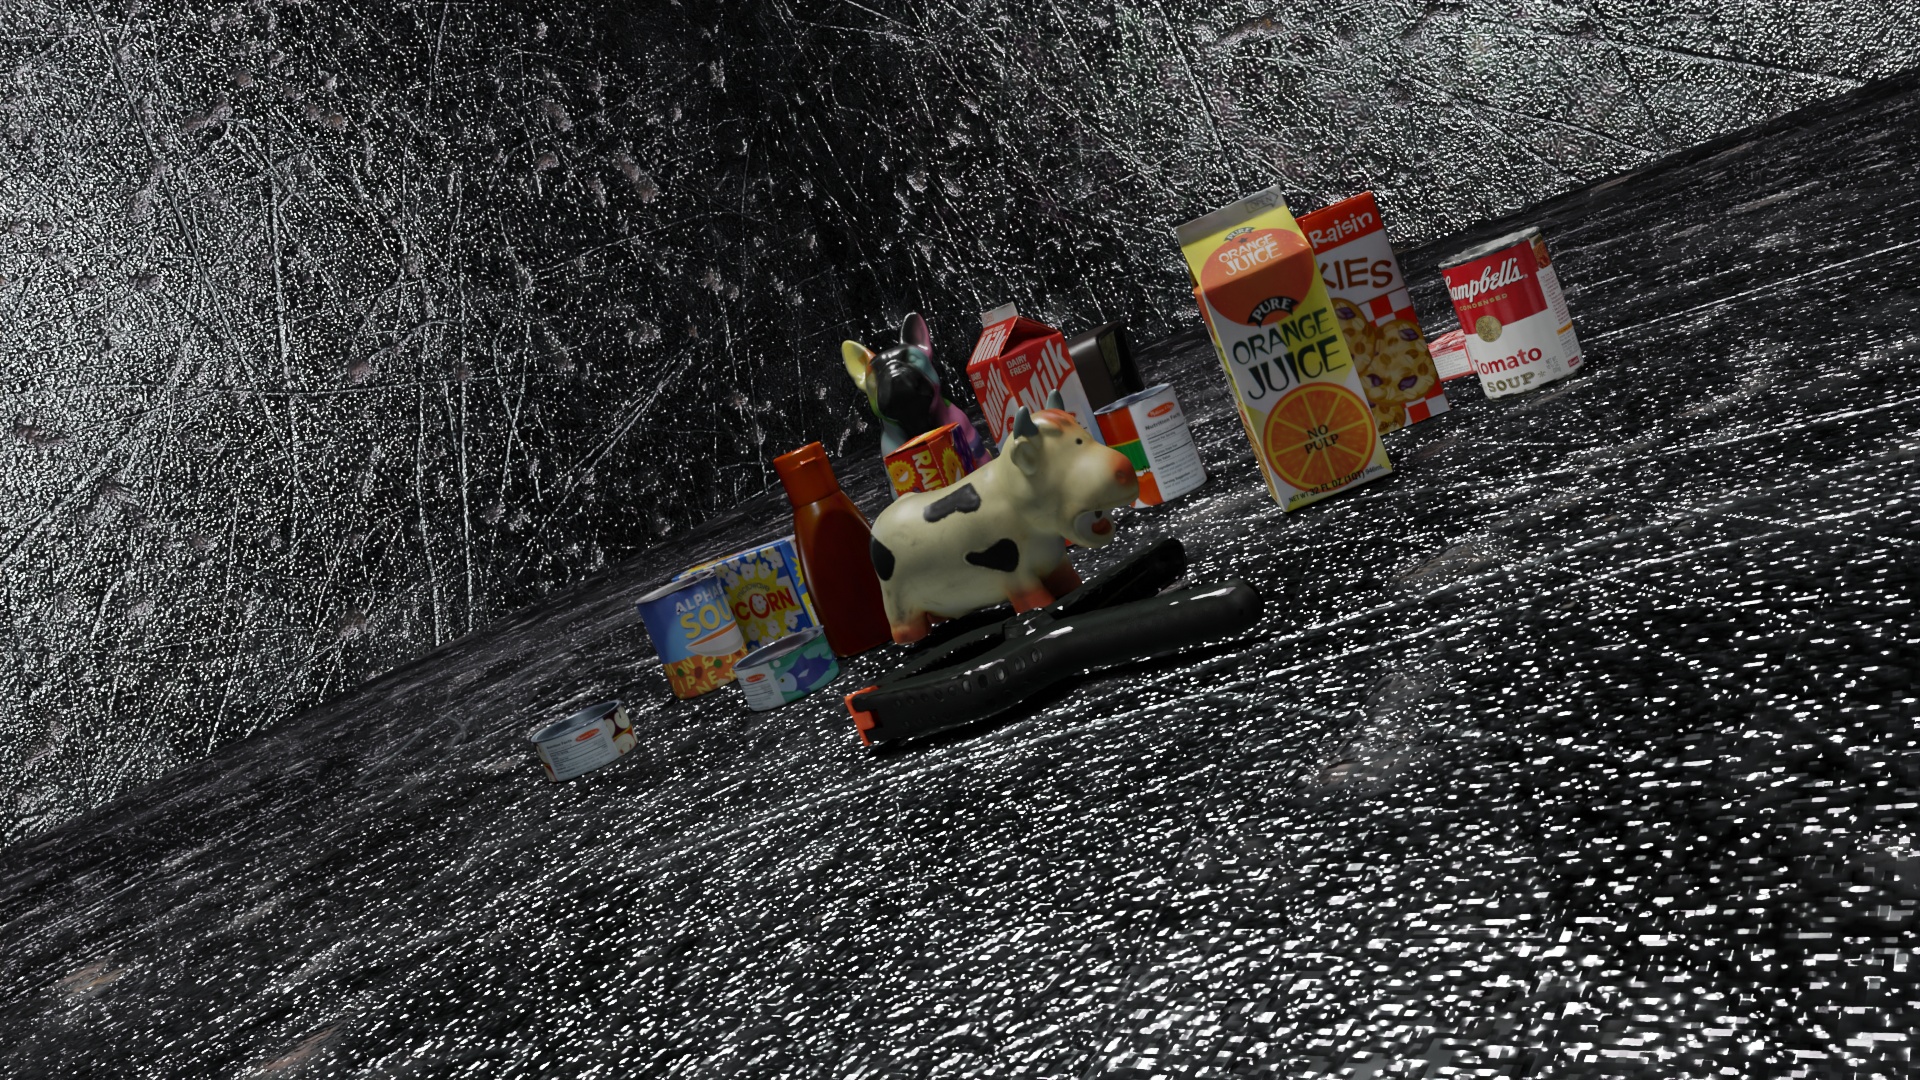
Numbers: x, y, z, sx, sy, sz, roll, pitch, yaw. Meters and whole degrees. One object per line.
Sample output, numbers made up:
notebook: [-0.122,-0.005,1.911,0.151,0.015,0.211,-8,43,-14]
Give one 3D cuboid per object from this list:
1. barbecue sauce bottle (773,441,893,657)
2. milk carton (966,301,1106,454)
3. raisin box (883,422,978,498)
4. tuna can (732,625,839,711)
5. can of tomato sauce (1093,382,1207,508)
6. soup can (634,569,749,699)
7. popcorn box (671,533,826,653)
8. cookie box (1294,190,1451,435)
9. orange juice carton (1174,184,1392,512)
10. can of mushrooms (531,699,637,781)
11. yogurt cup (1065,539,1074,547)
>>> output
barbecue sauce bottle: [-0.088,0.004,0.985,0.065,0.148,0.043,-25,8,-19]
milk carton: [0.068,-0.125,1.283,0.074,0.190,0.072,-25,8,-23]
raisin box: [-0.005,-0.017,0.995,0.040,0.123,0.086,-20,8,19]
tuna can: [-0.115,0.086,0.936,0.071,0.032,0.071,-22,8,3]
can of tomato sauce: [0.152,-0.076,1.112,0.071,0.083,0.071,-22,7,3]
soup can: [-0.205,0.073,1.085,0.071,0.083,0.071,-22,7,3]
popcorn box: [-0.164,0.050,1.122,0.126,0.085,0.038,-17,9,35]
cookie box: [0.263,-0.151,1.002,0.123,0.167,0.040,-21,7,10]
orange juice carton: [0.202,-0.122,0.882,0.072,0.192,0.073,-21,7,8]
can of mushrooms: [-0.262,0.139,0.973,0.071,0.033,0.071,-22,8,3]
yogurt cup: [0.079,-0.026,1.083,0.072,0.054,0.072,-22,8,3]
